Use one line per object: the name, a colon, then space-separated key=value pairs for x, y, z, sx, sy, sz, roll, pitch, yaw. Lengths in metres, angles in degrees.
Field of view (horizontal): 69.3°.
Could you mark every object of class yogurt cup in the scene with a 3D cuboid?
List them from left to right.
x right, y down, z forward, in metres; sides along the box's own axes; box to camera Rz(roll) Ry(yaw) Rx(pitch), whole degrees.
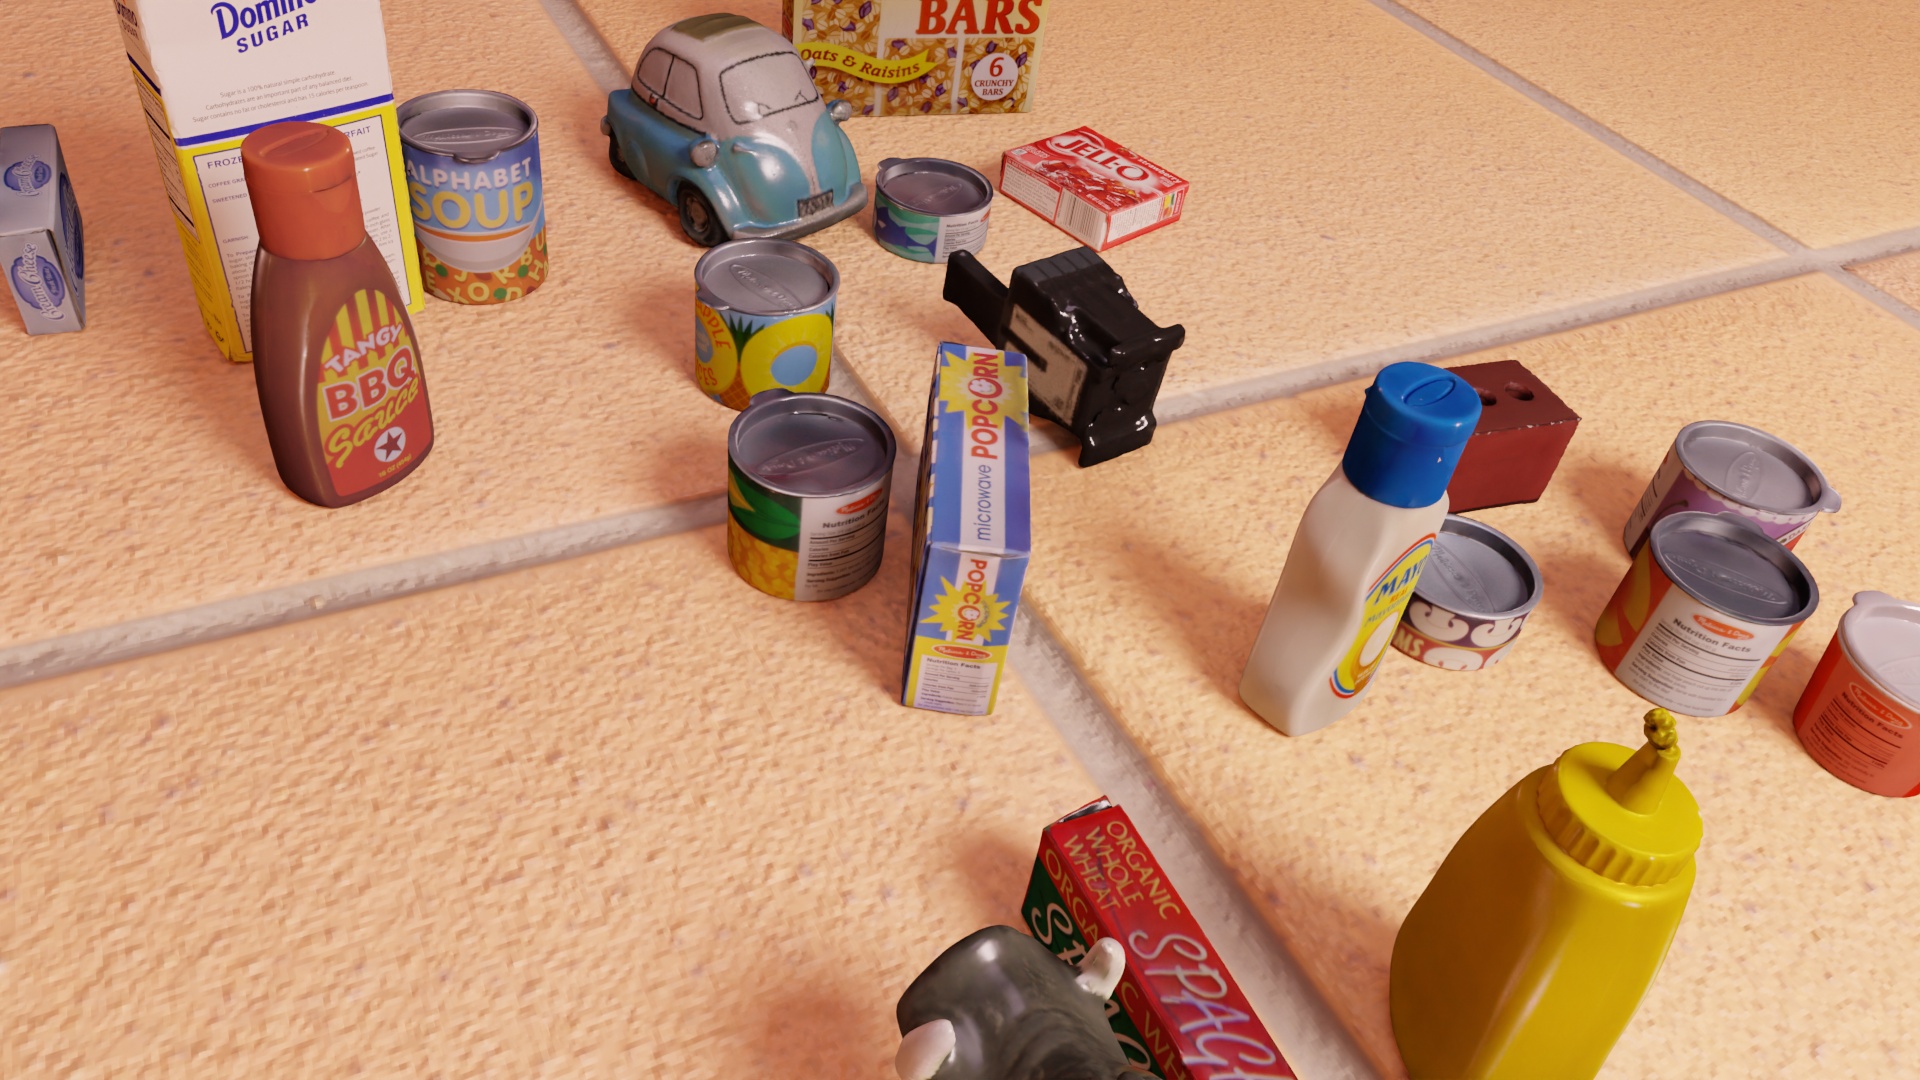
yogurt cup: x=0.373 y=0.065 z=0.554 sx=0.072 sy=0.053 sz=0.073 roll=5 pitch=41 yaw=-5

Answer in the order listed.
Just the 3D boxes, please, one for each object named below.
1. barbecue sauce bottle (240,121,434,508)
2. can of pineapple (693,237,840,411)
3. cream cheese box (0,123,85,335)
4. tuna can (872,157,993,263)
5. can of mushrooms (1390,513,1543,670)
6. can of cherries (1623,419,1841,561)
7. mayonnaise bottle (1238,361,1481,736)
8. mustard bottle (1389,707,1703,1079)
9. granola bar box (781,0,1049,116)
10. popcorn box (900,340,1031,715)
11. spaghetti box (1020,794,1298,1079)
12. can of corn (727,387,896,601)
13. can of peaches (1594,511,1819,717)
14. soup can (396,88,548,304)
barbecue sauce bottle: x=-0.244 y=-0.086 z=0.537 sx=0.044 sy=0.147 sz=0.065 roll=26 pitch=44 yaw=18
can of pineapple: x=-0.093 y=-0.100 z=0.650 sx=0.071 sy=0.057 sz=0.071 roll=5 pitch=41 yaw=-5
cream cheese box: x=-0.424 y=-0.145 z=0.642 sx=0.024 sy=0.053 sz=0.104 roll=-12 pitch=45 yaw=-23
tuna can: x=-0.018 y=-0.187 z=0.781 sx=0.071 sy=0.032 sz=0.071 roll=5 pitch=41 yaw=-5
can of mushrooms: x=0.205 y=0.021 z=0.587 sx=0.071 sy=0.033 sz=0.071 roll=5 pitch=41 yaw=-5
can of cherries: x=0.349 y=-0.011 z=0.632 sx=0.071 sy=0.058 sz=0.072 roll=5 pitch=41 yaw=-5
mayonnaise bottle: x=0.146 y=0.005 z=0.508 sx=0.065 sy=0.147 sz=0.041 roll=-27 pitch=53 yaw=-34
mustard bottle: x=0.168 y=0.104 z=0.391 sx=0.049 sy=0.159 sz=0.065 roll=1 pitch=42 yaw=-9
granola bar box: x=-0.028 y=-0.333 z=0.875 sx=0.166 sy=0.123 sz=0.039 roll=-7 pitch=44 yaw=-18
popcorn box: x=0.002 y=-0.007 z=0.542 sx=0.038 sy=0.084 sz=0.127 roll=6 pitch=41 yaw=-4
spaghetti box: x=0.086 y=0.180 z=0.373 sx=0.029 sy=0.049 sz=0.251 roll=-13 pitch=46 yaw=-23
can of corn: x=-0.063 y=-0.019 z=0.564 sx=0.071 sy=0.058 sz=0.071 roll=5 pitch=41 yaw=-5
can of peaches: x=0.309 y=0.030 z=0.579 sx=0.071 sy=0.057 sz=0.071 roll=5 pitch=41 yaw=-5
soup can: x=-0.237 y=-0.165 z=0.677 sx=0.071 sy=0.083 sz=0.072 roll=5 pitch=41 yaw=-5
